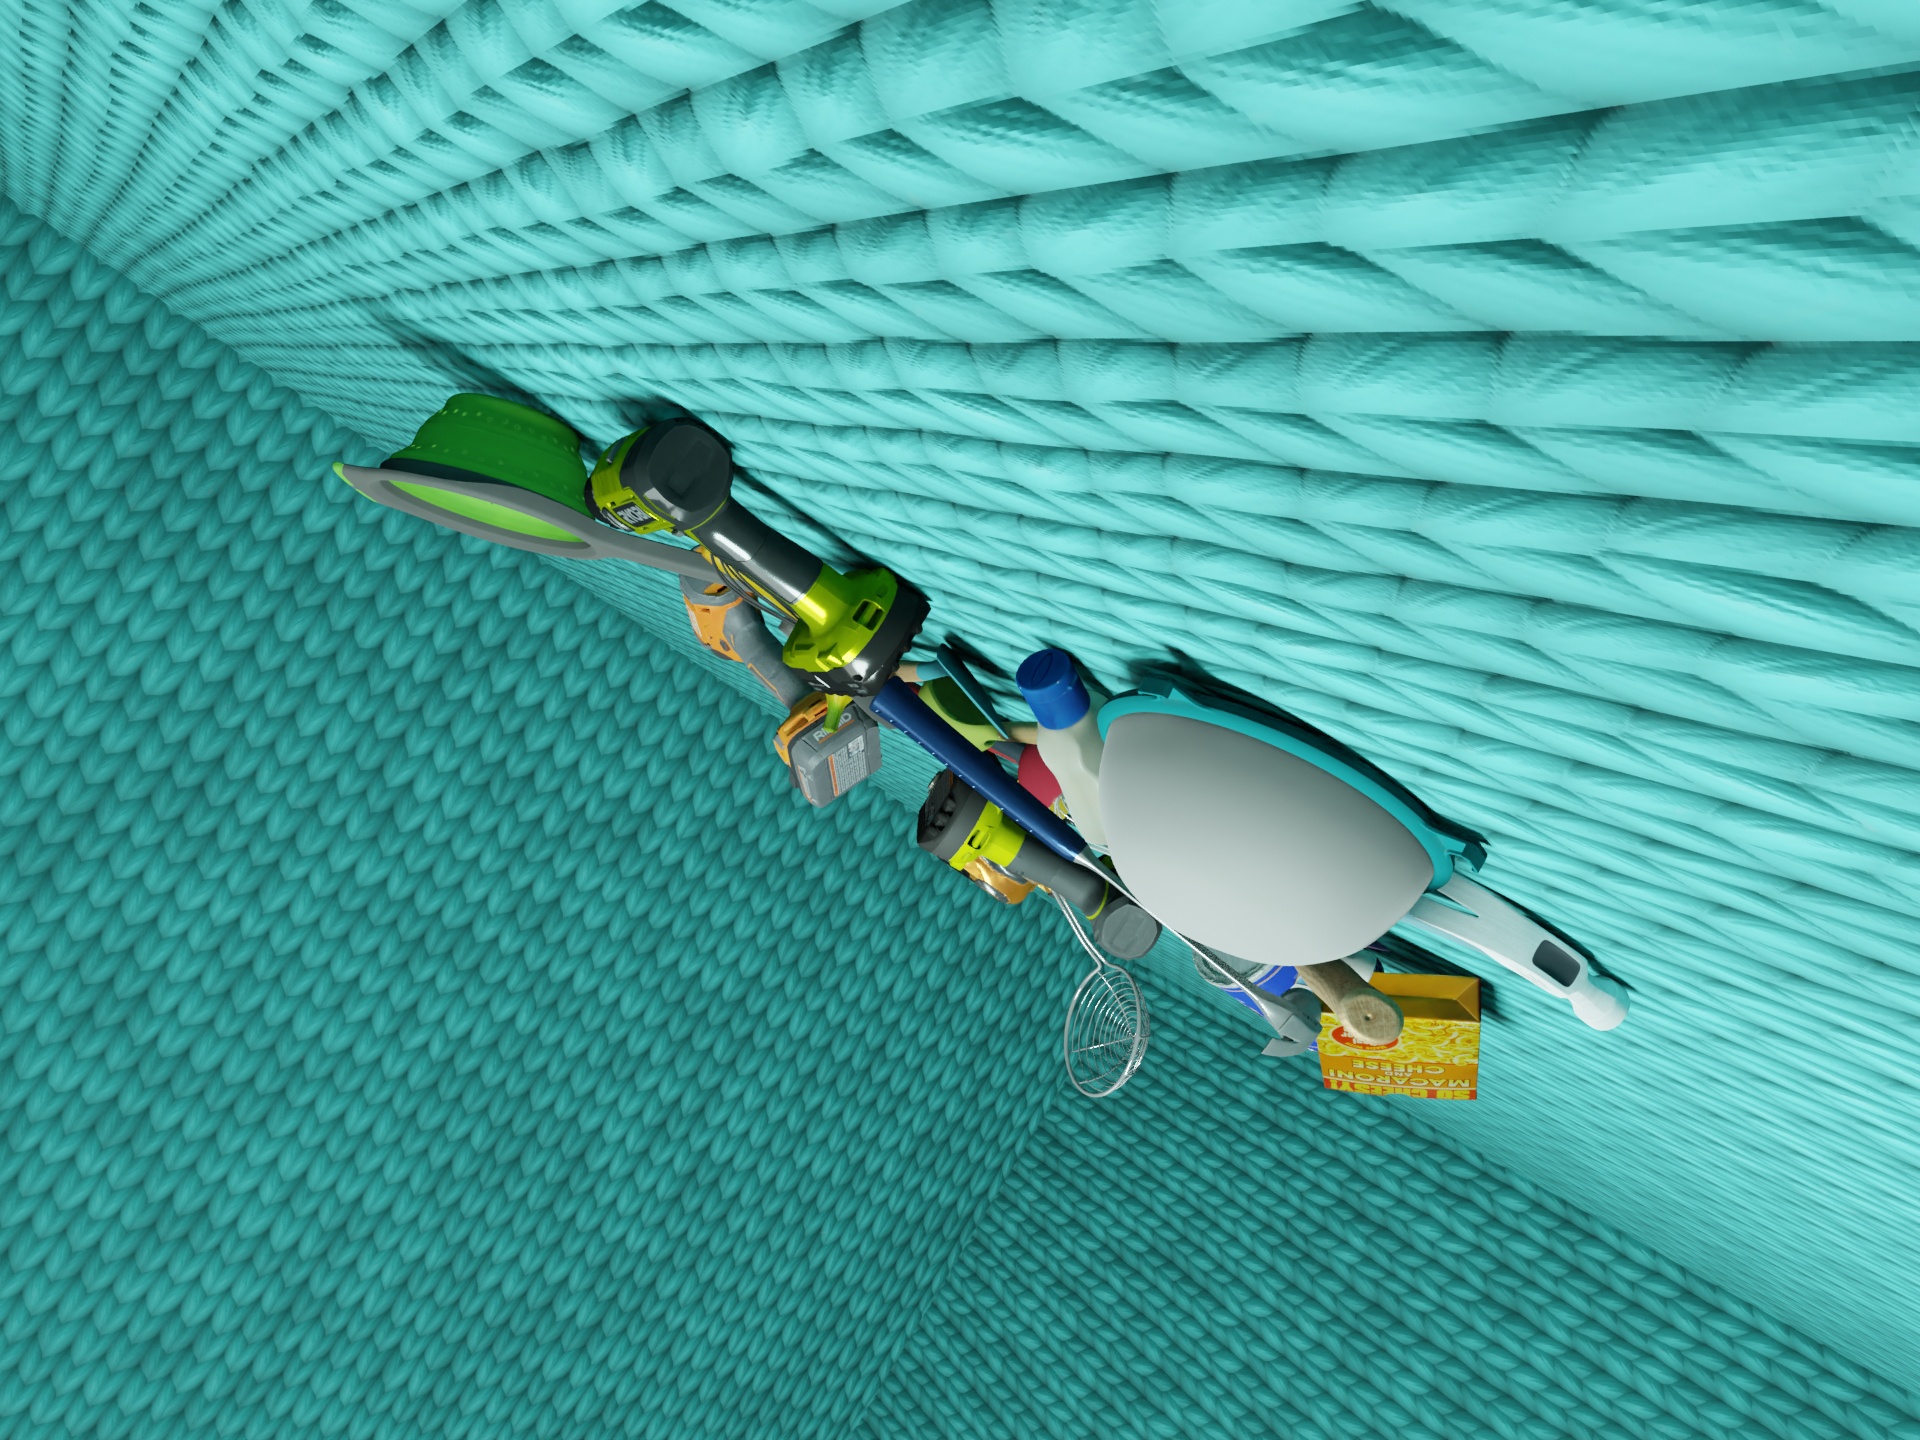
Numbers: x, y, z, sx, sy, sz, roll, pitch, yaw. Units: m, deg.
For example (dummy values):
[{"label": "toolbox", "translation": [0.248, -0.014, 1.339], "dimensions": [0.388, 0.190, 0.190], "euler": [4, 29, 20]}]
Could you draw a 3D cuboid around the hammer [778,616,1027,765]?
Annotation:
[{"label": "hammer", "translation": [-0.002, -0.004, 1.399], "dimensions": [0.387, 0.038, 0.143], "euler": [27, 170, 39]}]

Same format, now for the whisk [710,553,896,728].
[{"label": "whisk", "translation": [-0.113, -0.071, 1.230], "dimensions": [0.055, 0.055, 0.238], "euler": [23, 159, 53]}]

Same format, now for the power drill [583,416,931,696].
[{"label": "power drill", "translation": [-0.149, -0.112, 1.079], "dimensions": [0.228, 0.080, 0.191], "euler": [37, 165, -23]}]

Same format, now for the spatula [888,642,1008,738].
[{"label": "spatula", "translation": [-0.049, -0.033, 1.280], "dimensions": [0.082, 0.044, 0.317], "euler": [48, 161, -21]}]

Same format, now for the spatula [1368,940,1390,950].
[{"label": "spatula", "translation": [0.229, 0.123, 1.188], "dimensions": [0.059, 0.018, 0.316], "euler": [16, -176, -12]}]

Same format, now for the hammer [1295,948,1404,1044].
[{"label": "hammer", "translation": [0.225, 0.155, 1.001], "dimensions": [0.130, 0.031, 0.331], "euler": [25, -179, 4]}]

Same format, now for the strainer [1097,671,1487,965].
[{"label": "strainer", "translation": [0.147, 0.093, 0.935], "dimensions": [0.211, 0.095, 0.340], "euler": [28, 163, 2]}]

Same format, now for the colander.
[{"label": "colander", "translation": [-0.297, -0.186, 1.304], "dimensions": [0.397, 0.094, 0.204], "euler": [14, 173, -1]}]

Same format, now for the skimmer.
[{"label": "skimmer", "translation": [0.077, 0.186, 1.547], "dimensions": [0.127, 0.090, 0.363], "euler": [-28, 91, 55]}]

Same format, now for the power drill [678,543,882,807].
[{"label": "power drill", "translation": [-0.163, -0.037, 1.407], "dimensions": [0.227, 0.084, 0.164], "euler": [51, 165, 18]}]

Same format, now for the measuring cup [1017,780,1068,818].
[{"label": "measuring cup", "translation": [0.108, 0.117, 1.561], "dimensions": [0.156, 0.029, 0.062], "euler": [59, 161, -5]}]

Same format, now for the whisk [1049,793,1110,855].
[{"label": "whisk", "translation": [0.177, 0.127, 1.405], "dimensions": [0.246, 0.059, 0.058], "euler": [35, 162, -6]}]

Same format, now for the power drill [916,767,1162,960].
[{"label": "power drill", "translation": [0.075, 0.121, 1.451], "dimensions": [0.223, 0.080, 0.171], "euler": [31, -168, -8]}]

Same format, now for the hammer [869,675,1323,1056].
[{"label": "hammer", "translation": [0.096, 0.103, 1.162], "dimensions": [0.405, 0.035, 0.144], "euler": [39, -172, 10]}]

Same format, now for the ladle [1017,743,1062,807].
[{"label": "ladle", "translation": [0.115, 0.043, 1.169], "dimensions": [0.031, 0.069, 0.315], "euler": [7, 179, -26]}]

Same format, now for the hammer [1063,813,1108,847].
[{"label": "hammer", "translation": [0.133, 0.107, 1.610], "dimensions": [0.149, 0.036, 0.409], "euler": [37, 172, -27]}]

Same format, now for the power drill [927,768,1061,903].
[{"label": "power drill", "translation": [0.032, 0.124, 1.716], "dimensions": [0.185, 0.084, 0.226], "euler": [35, 167, -4]}]

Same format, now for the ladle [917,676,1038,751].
[{"label": "ladle", "translation": [0.053, -0.001, 1.203], "dimensions": [0.078, 0.062, 0.320], "euler": [40, 164, -22]}]

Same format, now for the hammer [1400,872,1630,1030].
[{"label": "hammer", "translation": [0.266, 0.113, 1.029], "dimensions": [0.128, 0.033, 0.331], "euler": [35, 173, -26]}]
